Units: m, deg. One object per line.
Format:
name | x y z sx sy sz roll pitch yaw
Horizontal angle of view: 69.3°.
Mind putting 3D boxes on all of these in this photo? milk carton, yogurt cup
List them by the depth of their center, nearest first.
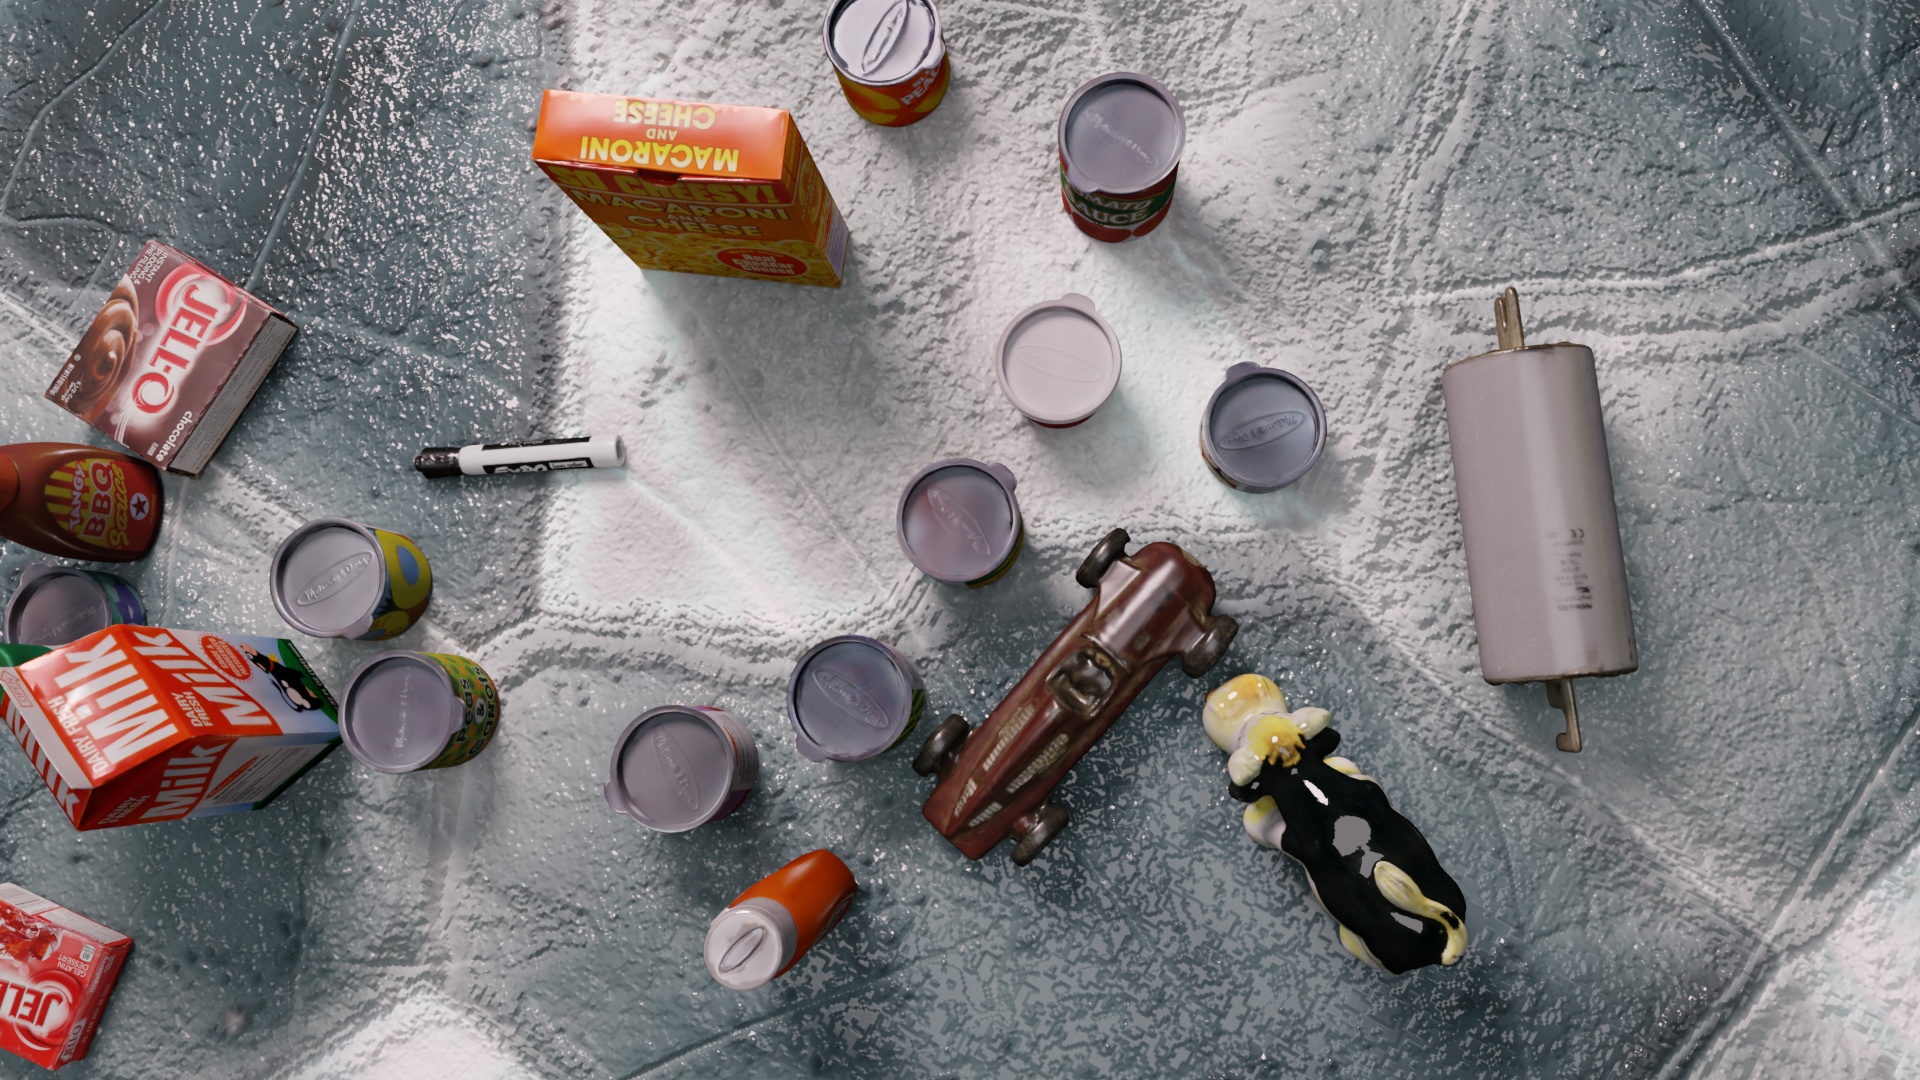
milk carton | -0.404 0.094 0.710 0.073 0.190 0.072 -40 82 0
yogurt cup | 0.054 -0.093 0.764 0.072 0.054 0.072 -1 83 5

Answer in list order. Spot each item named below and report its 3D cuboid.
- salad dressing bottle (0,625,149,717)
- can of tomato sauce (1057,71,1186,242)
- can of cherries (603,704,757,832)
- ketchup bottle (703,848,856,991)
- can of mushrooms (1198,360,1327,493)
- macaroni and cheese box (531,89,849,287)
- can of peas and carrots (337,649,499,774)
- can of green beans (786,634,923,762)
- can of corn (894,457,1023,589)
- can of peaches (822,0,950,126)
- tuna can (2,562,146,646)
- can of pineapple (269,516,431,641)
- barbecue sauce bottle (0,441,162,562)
salad dressing bottle | -0.465 0.075 0.739 0.044 0.147 0.064 20 86 7
can of tomato sauce | 0.086 -0.205 0.760 0.071 0.083 0.071 -1 83 5
can of cherries | -0.151 0.123 0.752 0.071 0.058 0.071 -1 83 5
ketchup bottle | -0.092 0.191 0.693 0.043 0.148 0.065 44 89 8
can of mushrooms | 0.164 -0.062 0.761 0.071 0.033 0.071 -1 83 5
macaroni and cheese box | -0.134 -0.180 0.733 0.124 0.166 0.040 6 84 6
can of peas and carrots | -0.295 0.094 0.767 0.071 0.058 0.071 -1 83 5
can of green beans | -0.056 0.085 0.749 0.071 0.058 0.071 -1 83 5
can of corn | 0.003 -0.009 0.755 0.071 0.058 0.071 -1 83 5
can of peaches | -0.039 -0.277 0.792 0.071 0.058 0.071 -1 83 5
tuna can | -0.513 0.047 0.804 0.071 0.033 0.071 -1 83 5
can of pineapple | -0.340 0.025 0.780 0.071 0.058 0.071 -1 83 5
barbecue sauce bottle | -0.500 -0.025 0.754 0.044 0.148 0.065 1 84 5
